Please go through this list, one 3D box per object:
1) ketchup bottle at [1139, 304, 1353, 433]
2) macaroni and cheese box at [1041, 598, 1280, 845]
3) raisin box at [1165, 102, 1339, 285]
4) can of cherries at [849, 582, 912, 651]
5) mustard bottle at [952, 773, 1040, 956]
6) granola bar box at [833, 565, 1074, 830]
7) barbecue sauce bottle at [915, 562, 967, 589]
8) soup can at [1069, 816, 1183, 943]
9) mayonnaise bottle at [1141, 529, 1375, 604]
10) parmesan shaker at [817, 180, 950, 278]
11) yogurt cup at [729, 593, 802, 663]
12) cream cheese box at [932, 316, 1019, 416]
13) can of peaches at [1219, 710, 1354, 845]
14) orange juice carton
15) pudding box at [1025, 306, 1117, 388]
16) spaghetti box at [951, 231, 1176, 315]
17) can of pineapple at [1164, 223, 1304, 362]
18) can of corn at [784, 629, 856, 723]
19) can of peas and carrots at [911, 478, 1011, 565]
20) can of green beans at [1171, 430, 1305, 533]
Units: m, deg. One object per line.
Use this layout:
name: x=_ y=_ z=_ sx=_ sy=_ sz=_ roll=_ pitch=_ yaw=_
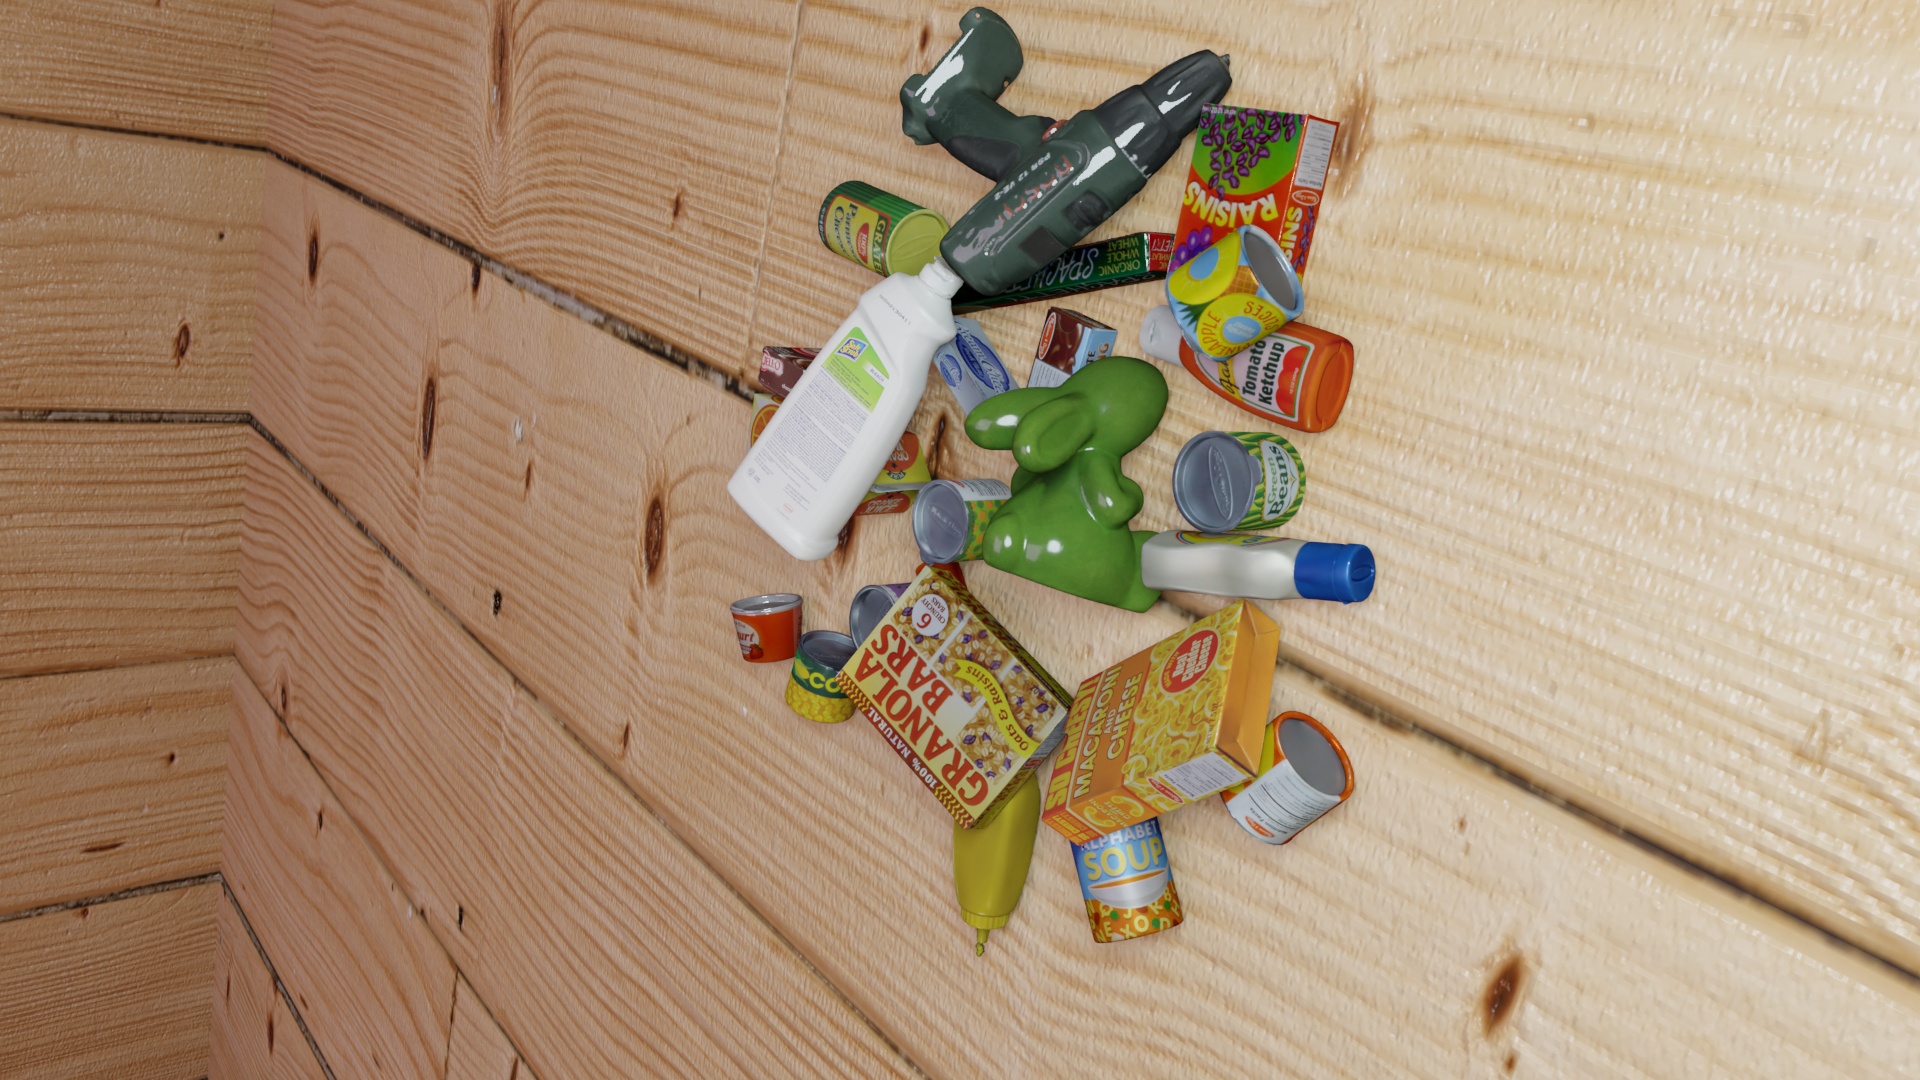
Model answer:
ketchup bottle: x=0.183 y=-0.120 z=0.909 sx=0.149 sy=0.044 sz=0.064 roll=28 pitch=116 yaw=44
macaroni and cheese box: x=0.132 y=0.123 z=0.930 sx=0.165 sy=0.040 sz=0.124 roll=-34 pitch=25 yaw=43
raisin box: x=0.188 y=-0.216 z=0.902 sx=0.086 sy=0.040 sz=0.123 roll=25 pitch=111 yaw=43
can of cherries: x=-0.050 y=0.070 z=1.164 sx=0.071 sy=0.058 sz=0.071 roll=2 pitch=93 yaw=47
mustard bottle: x=0.024 y=0.254 z=1.101 sx=0.065 sy=0.049 sz=0.159 roll=17 pitch=105 yaw=42
granola bar box: x=-0.003 y=0.119 z=1.067 sx=0.166 sy=0.039 sz=0.124 roll=45 pitch=104 yaw=26
barbecue sauce bottle: x=0.002 y=0.086 z=1.118 sx=0.064 sy=0.044 sz=0.149 roll=-31 pitch=69 yaw=36
soup can: x=0.116 y=0.235 z=0.983 sx=0.071 sy=0.071 sz=0.084 roll=-25 pitch=74 yaw=46
mayonnaise bottle: x=0.192 y=0.016 z=0.896 sx=0.148 sy=0.065 sz=0.041 roll=3 pitch=100 yaw=44
parmesan shaker: x=-0.065 y=-0.253 z=1.157 sx=0.103 sy=0.071 sz=0.071 roll=33 pitch=116 yaw=42
yogurt cup: x=-0.180 y=0.083 z=1.305 sx=0.072 sy=0.072 sz=0.054 roll=5 pitch=104 yaw=47
cream cheese box: x=0.011 y=-0.133 z=1.089 sx=0.024 sy=0.053 sz=0.104 roll=-49 pitch=58 yaw=33
can of peaches: x=0.207 y=0.149 z=0.883 sx=0.057 sy=0.071 sz=0.071 roll=-50 pitch=58 yaw=37
orange juice carton: x=-0.103 y=-0.071 z=1.204 sx=0.193 sy=0.072 sz=0.072 roll=25 pitch=111 yaw=44
pudding box: x=0.080 y=-0.126 z=1.031 sx=0.050 sy=0.030 sz=0.083 roll=34 pitch=116 yaw=43
spaghetti box: x=0.061 y=-0.196 z=1.034 sx=0.250 sy=0.050 sz=0.028 roll=0 pitch=95 yaw=47
can of pineapple: x=0.168 y=-0.150 z=0.849 sx=0.057 sy=0.071 sz=0.071 roll=-31 pitch=70 yaw=36
can of corn: x=-0.118 y=0.122 z=1.234 sx=0.071 sy=0.071 sz=0.058 roll=38 pitch=120 yaw=39
can of peas and carrots: x=0.004 y=-0.014 z=1.100 sx=0.071 sy=0.059 sz=0.071 roll=5 pitch=96 yaw=48
can of green beans: x=0.182 y=-0.038 z=0.904 sx=0.071 sy=0.058 sz=0.071 roll=4 pitch=95 yaw=48
